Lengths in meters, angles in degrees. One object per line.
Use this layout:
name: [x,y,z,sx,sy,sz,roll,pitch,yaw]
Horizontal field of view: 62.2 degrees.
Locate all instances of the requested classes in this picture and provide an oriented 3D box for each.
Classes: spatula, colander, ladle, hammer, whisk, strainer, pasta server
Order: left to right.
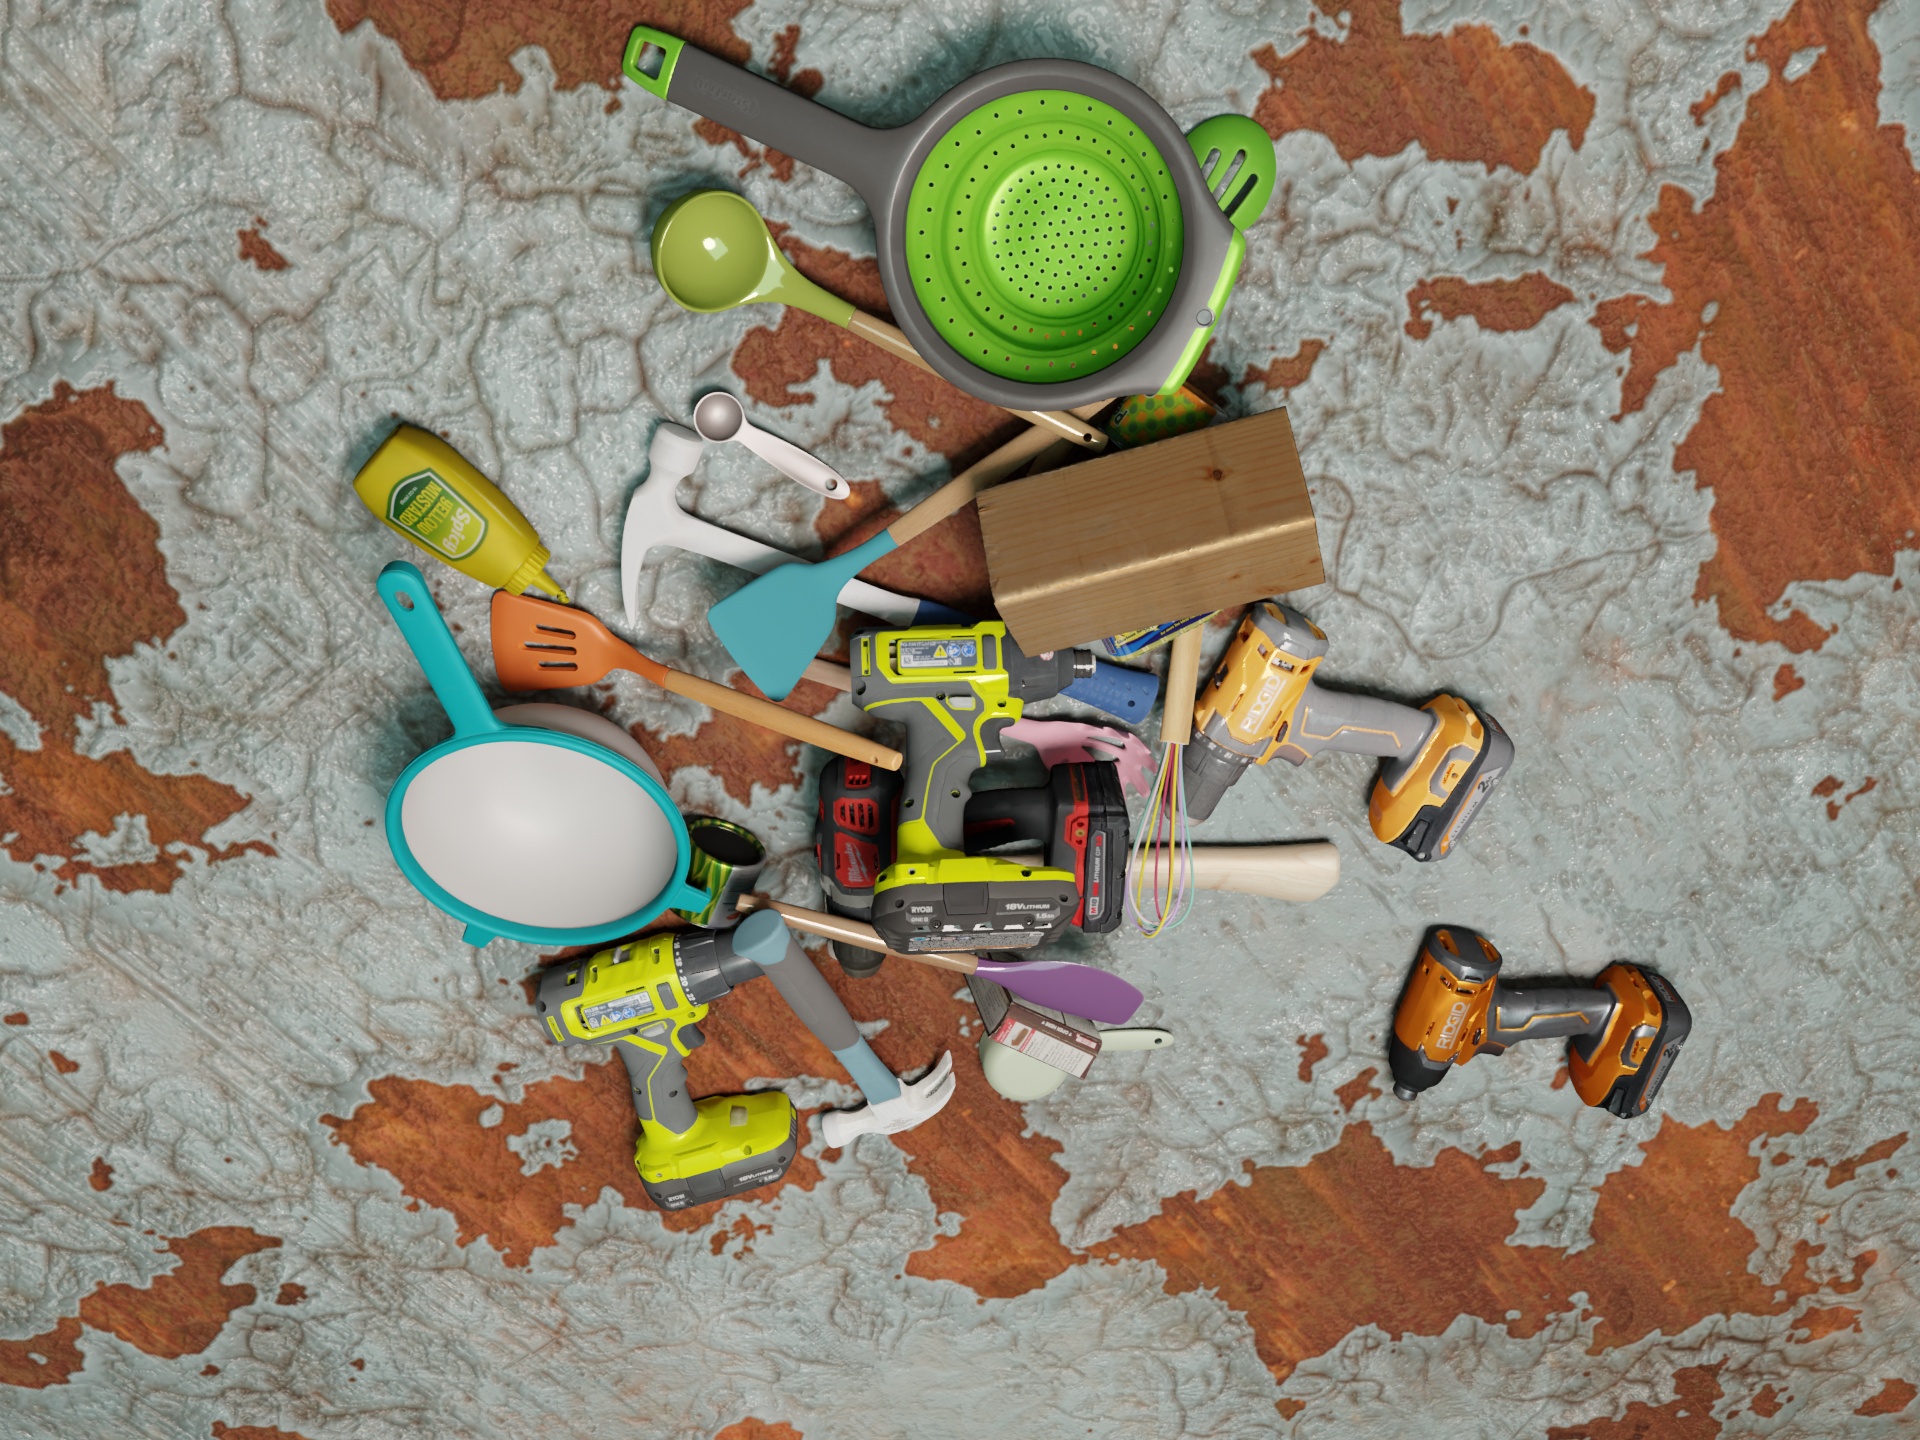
strainer: [-0.310,0.012,1.107,0.211,0.095,0.340,-10,128,9]
spatula: [-0.185,-0.017,1.092,0.323,0.041,0.081,19,122,23]
hammer: [-0.097,0.242,1.237,0.128,0.033,0.330,-18,139,7]
ladle: [-0.047,-0.245,1.024,0.320,0.062,0.078,25,108,-9]
hammer: [-0.047,-0.075,1.145,0.405,0.035,0.144,19,113,-15]
spatula: [-0.023,-0.135,1.077,0.317,0.044,0.082,-34,112,5]
colander: [-0.018,-0.337,0.997,0.397,0.094,0.204,25,112,2]
spatula: [-0.012,0.173,1.176,0.315,0.018,0.059,17,131,-12]
pasta server: [-0.002,-0.004,1.185,0.316,0.040,0.060,16,118,-13]
hammer: [0.098,0.112,1.257,0.410,0.038,0.146,-2,116,-6]
whisk: [0.157,0.038,1.168,0.051,0.047,0.245,7,88,10]

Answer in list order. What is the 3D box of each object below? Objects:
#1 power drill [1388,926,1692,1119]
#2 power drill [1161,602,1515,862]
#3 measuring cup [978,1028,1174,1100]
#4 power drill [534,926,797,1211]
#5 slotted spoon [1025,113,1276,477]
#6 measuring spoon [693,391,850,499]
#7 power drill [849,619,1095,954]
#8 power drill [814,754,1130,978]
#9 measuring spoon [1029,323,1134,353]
power drill: [0.481,0.271,1.358,0.226,0.084,0.164,11,116,-7]
power drill: [0.278,0.031,1.213,0.226,0.084,0.185,23,113,-12]
measuring cup: [0.100,0.282,1.341,0.167,0.038,0.083,-3,117,-3]
power drill: [-0.212,0.271,1.281,0.190,0.080,0.228,-16,115,2]
slotted spoon: [0.112,-0.259,1.075,0.070,0.031,0.313,27,112,-12]
measuring spoon: [-0.129,-0.187,1.094,0.124,0.018,0.034,29,100,-26]
power drill: [0.013,0.040,1.083,0.171,0.223,0.080,-2,161,-3]
power drill: [0.005,0.112,1.185,0.226,0.080,0.187,0,121,-3]
measuring spoon: [0.093,-0.254,1.061,0.117,0.011,0.021,2,108,16]
